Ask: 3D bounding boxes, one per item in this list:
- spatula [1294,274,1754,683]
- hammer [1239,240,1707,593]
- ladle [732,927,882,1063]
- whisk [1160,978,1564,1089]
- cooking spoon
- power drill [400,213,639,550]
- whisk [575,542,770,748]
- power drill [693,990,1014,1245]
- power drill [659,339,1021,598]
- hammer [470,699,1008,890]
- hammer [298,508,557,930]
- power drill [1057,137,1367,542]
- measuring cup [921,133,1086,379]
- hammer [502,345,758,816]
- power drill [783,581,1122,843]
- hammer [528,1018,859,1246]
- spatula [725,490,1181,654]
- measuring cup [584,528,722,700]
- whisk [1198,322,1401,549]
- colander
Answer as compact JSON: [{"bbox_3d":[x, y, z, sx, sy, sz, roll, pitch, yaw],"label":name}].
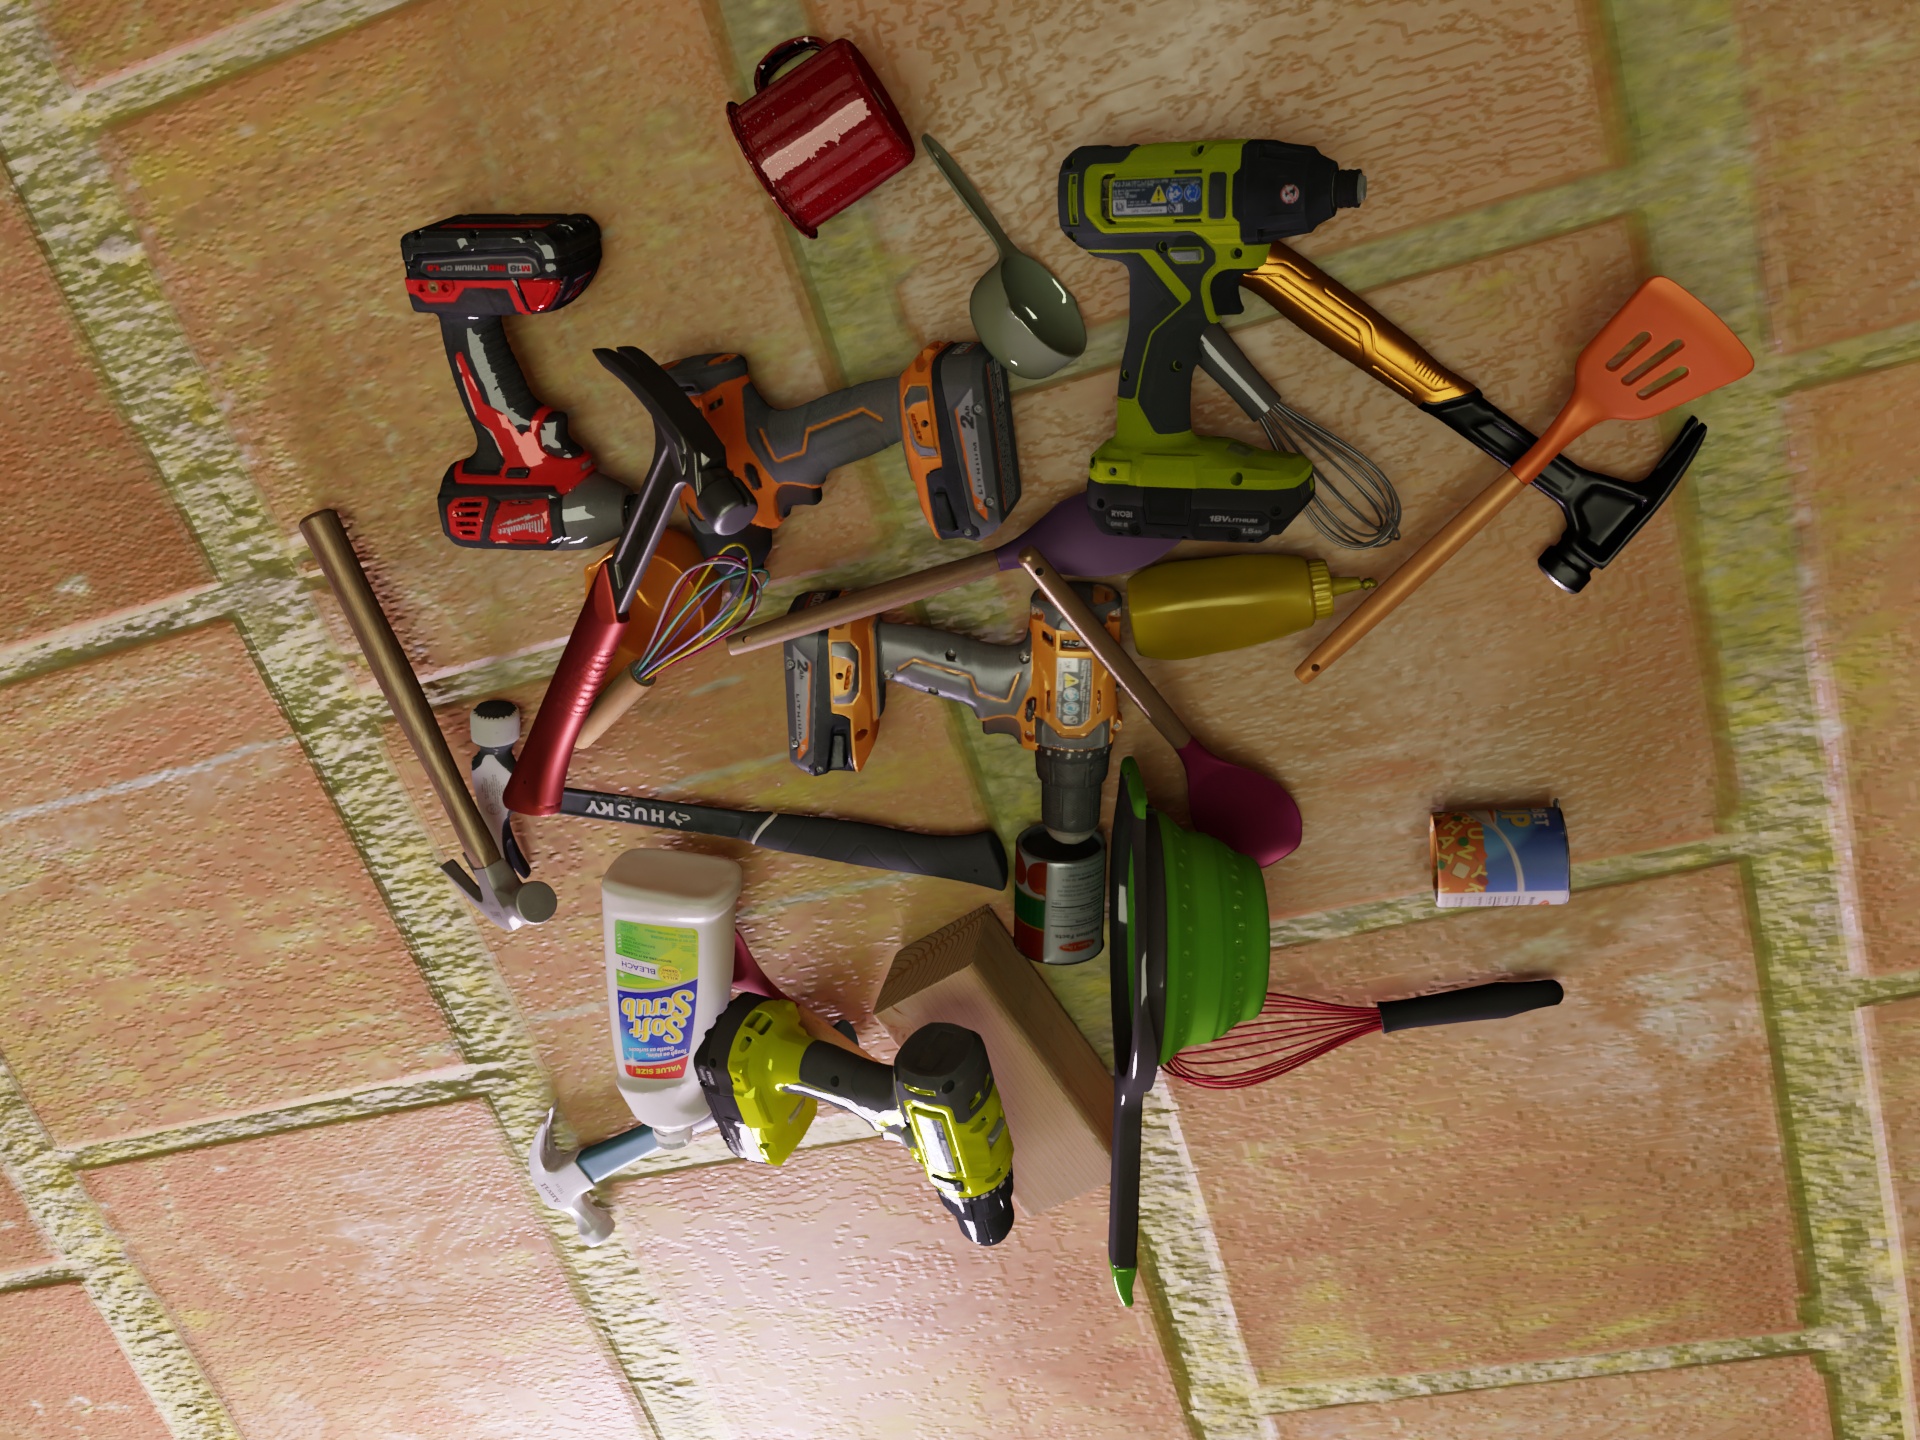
[{"bbox_3d":[0.321,-0.129,0.968,0.081,0.041,0.322,39,117,-9],"label":"spatula"},{"bbox_3d":[0.285,-0.217,0.975,0.337,0.034,0.127,33,116,-5],"label":"hammer"},{"bbox_3d":[-0.106,0.239,1.220,0.315,0.031,0.069,36,119,5],"label":"ladle"},{"bbox_3d":[0.285,0.218,1.155,0.296,0.073,0.073,-11,111,9],"label":"whisk"},{"bbox_3d":[0.135,-0.003,1.062,0.069,0.017,0.318,-33,121,17],"label":"cooking spoon"},{"bbox_3d":[-0.284,-0.217,1.055,0.143,0.079,0.219,3,117,9],"label":"power drill"},{"bbox_3d":[-0.204,-0.046,1.076,0.245,0.051,0.047,-37,82,40],"label":"whisk"},{"bbox_3d":[-0.067,0.290,1.155,0.228,0.080,0.190,7,128,29],"label":"power drill"},{"bbox_3d":[-0.080,-0.163,1.040,0.226,0.084,0.164,-2,113,15],"label":"power drill"},{"bbox_3d":[-0.166,0.083,1.186,0.409,0.036,0.149,8,116,6],"label":"hammer"},{"bbox_3d":[-0.397,0.003,1.163,0.130,0.031,0.331,-13,103,56],"label":"hammer"},{"bbox_3d":[0.147,-0.223,0.935,0.171,0.080,0.223,6,112,22],"label":"power drill"},{"bbox_3d":[0.014,-0.284,0.984,0.038,0.083,0.167,-35,87,36],"label":"measuring cup"},{"bbox_3d":[-0.245,-0.067,1.055,0.149,0.036,0.359,51,131,21],"label":"hammer"},{"bbox_3d":[-0.002,-0.004,1.097,0.226,0.084,0.185,1,114,4],"label":"power drill"},{"bbox_3d":[-0.218,0.326,1.302,0.331,0.033,0.128,-29,107,20],"label":"hammer"},{"bbox_3d":[0.000,-0.094,1.035,0.316,0.018,0.060,-17,89,-2],"label":"spatula"},{"bbox_3d":[-0.230,-0.064,1.128,0.095,0.052,0.173,34,127,-6],"label":"measuring cup"},{"bbox_3d":[0.192,-0.197,0.997,0.055,0.055,0.239,-41,96,23],"label":"whisk"},{"bbox_3d":[0.153,0.224,1.091,0.094,0.205,0.397,0,106,0],"label":"colander"}]
